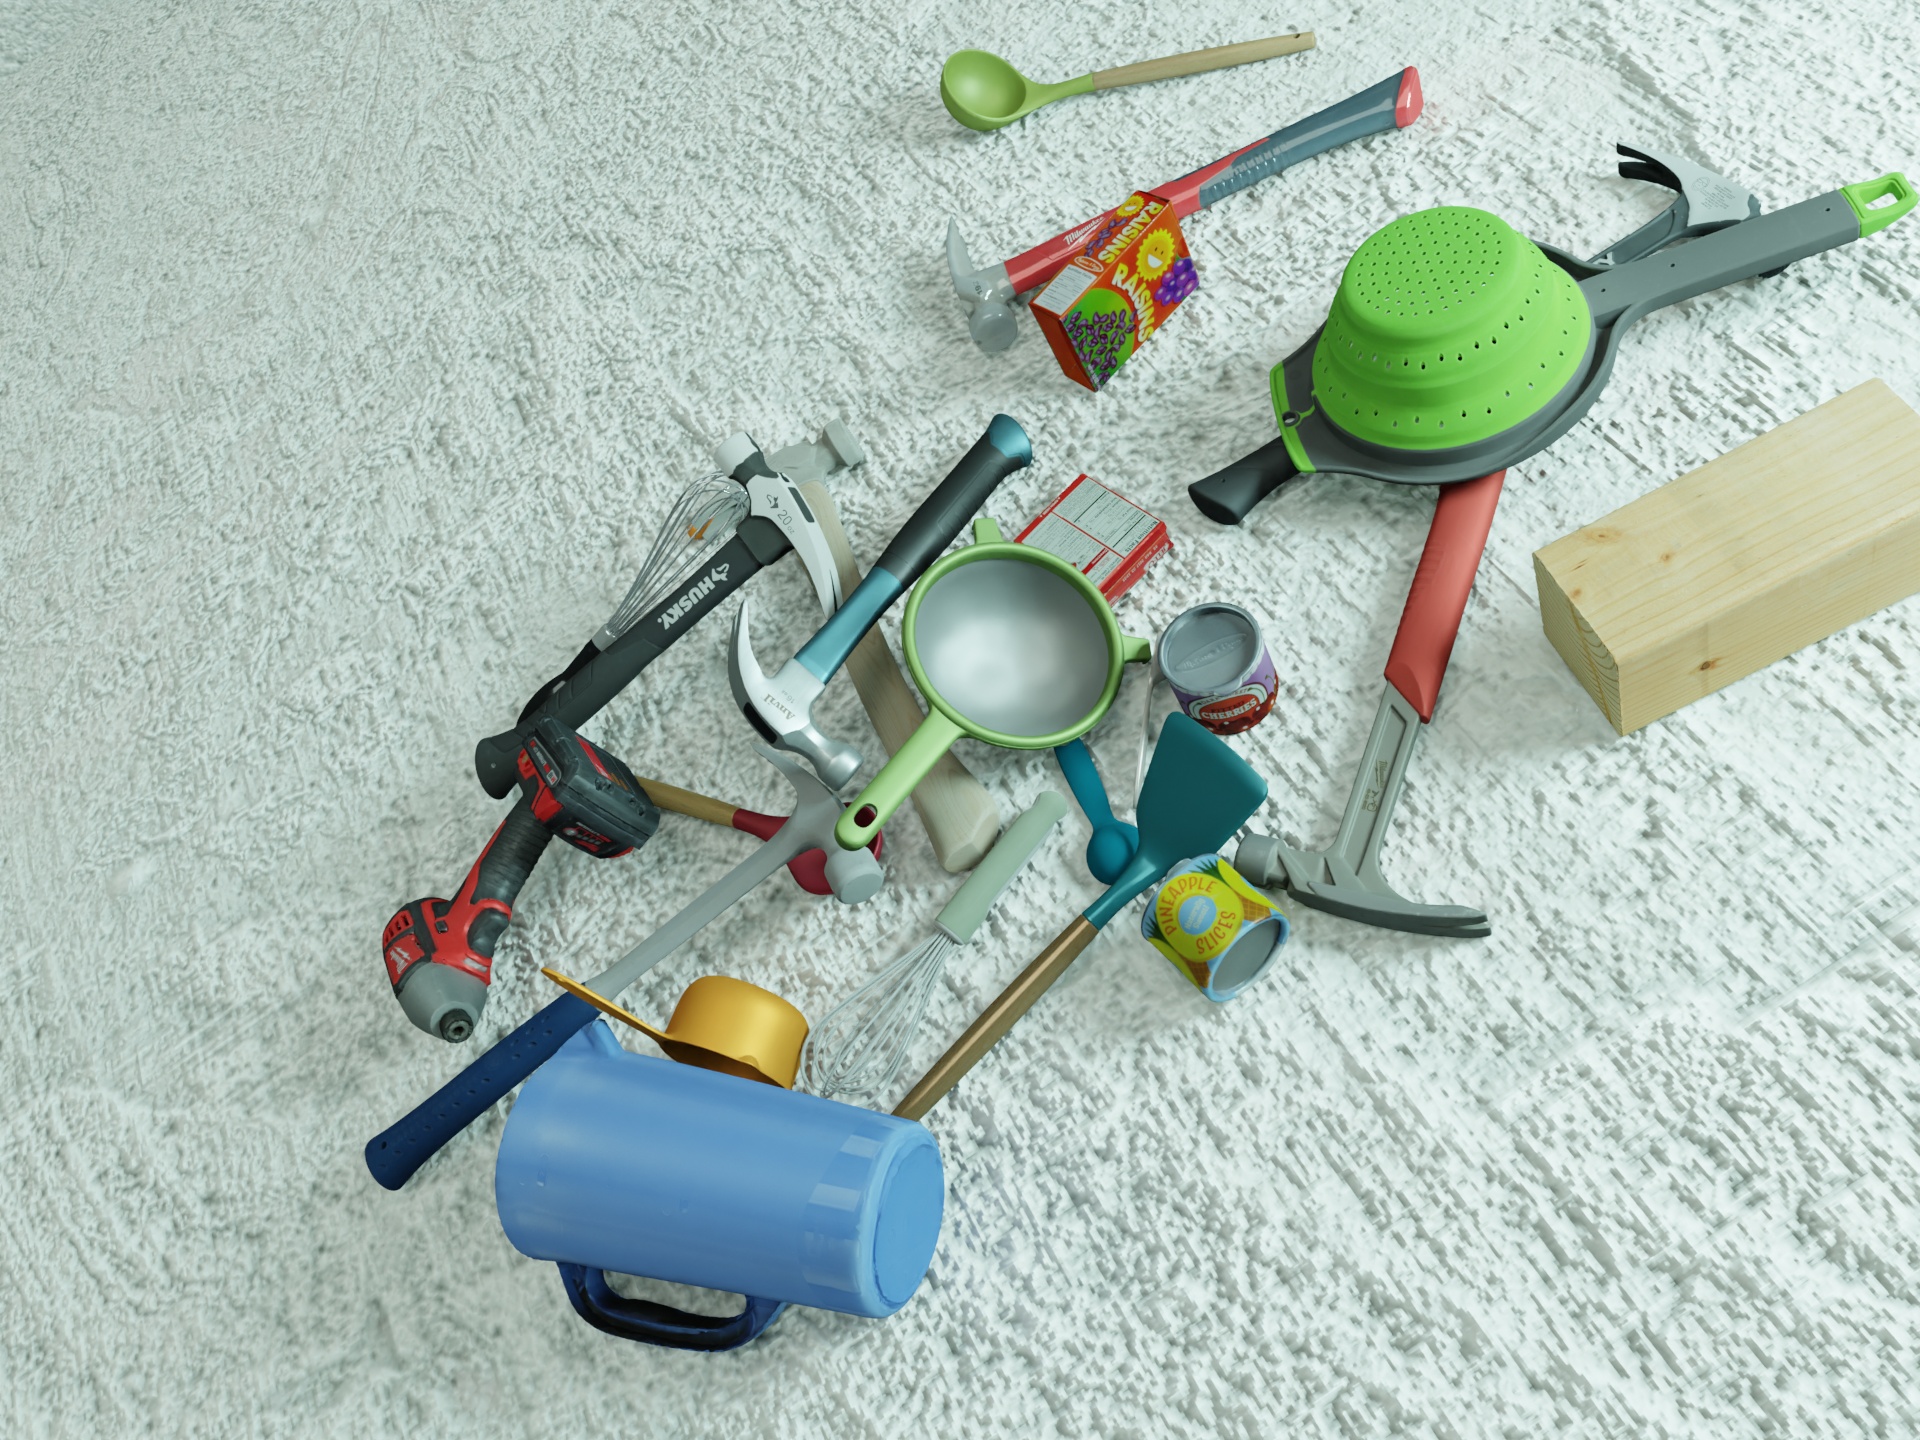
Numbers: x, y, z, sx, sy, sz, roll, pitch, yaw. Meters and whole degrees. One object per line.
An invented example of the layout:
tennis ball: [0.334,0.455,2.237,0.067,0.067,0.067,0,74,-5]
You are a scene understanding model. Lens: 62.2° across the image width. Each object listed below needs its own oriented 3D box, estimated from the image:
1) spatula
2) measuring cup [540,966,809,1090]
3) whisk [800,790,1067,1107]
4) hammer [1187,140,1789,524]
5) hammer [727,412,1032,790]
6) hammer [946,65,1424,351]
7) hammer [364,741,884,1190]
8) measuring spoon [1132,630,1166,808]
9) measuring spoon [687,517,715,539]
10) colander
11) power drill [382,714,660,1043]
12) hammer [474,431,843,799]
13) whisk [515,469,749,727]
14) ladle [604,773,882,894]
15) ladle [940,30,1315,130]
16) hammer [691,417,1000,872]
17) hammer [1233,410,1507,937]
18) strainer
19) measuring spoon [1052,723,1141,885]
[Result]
spatula: [0.056,0.137,0.959,0.317,0.044,0.082,-47,59,-1]
measuring cup: [-0.173,0.175,0.985,0.095,0.173,0.052,-29,32,58]
whisk: [-0.012,0.141,1.003,0.059,0.058,0.246,39,77,2]
hammer: [0.338,-0.253,1.079,0.409,0.036,0.149,-31,52,6]
hammer: [-0.043,-0.105,1.109,0.128,0.033,0.331,39,58,-3]
hammer: [0.172,-0.424,1.259,0.386,0.038,0.143,-23,52,11]
hammer: [-0.239,0.174,1.069,0.405,0.035,0.144,-38,52,6]
measuring spoon: [0.127,0.000,1.031,0.018,0.034,0.124,8,69,9]
measuring spoon: [-0.176,-0.186,1.294,0.117,0.011,0.021,-36,53,1]
colander: [0.380,-0.281,0.991,0.397,0.094,0.205,-18,52,16]
power drill: [-0.315,0.117,1.110,0.219,0.078,0.143,-51,35,1]
hammer: [-0.233,-0.049,1.168,0.334,0.035,0.146,-39,86,16]
whisk: [-0.248,-0.085,1.217,0.284,0.070,0.070,-45,51,13]
ladle: [-0.179,0.065,1.135,0.315,0.031,0.069,13,68,33]
ladle: [0.136,-0.555,1.345,0.320,0.062,0.078,-2,63,21]
hammer: [-0.079,-0.053,1.153,0.146,0.038,0.411,-32,53,7]
hammer: [0.292,-0.044,0.973,0.149,0.036,0.359,11,67,30]
strainer: [-0.002,-0.003,1.041,0.151,0.069,0.256,38,64,5]
measuring spoon: [0.083,0.048,1.023,0.042,0.021,0.129,-28,55,7]
